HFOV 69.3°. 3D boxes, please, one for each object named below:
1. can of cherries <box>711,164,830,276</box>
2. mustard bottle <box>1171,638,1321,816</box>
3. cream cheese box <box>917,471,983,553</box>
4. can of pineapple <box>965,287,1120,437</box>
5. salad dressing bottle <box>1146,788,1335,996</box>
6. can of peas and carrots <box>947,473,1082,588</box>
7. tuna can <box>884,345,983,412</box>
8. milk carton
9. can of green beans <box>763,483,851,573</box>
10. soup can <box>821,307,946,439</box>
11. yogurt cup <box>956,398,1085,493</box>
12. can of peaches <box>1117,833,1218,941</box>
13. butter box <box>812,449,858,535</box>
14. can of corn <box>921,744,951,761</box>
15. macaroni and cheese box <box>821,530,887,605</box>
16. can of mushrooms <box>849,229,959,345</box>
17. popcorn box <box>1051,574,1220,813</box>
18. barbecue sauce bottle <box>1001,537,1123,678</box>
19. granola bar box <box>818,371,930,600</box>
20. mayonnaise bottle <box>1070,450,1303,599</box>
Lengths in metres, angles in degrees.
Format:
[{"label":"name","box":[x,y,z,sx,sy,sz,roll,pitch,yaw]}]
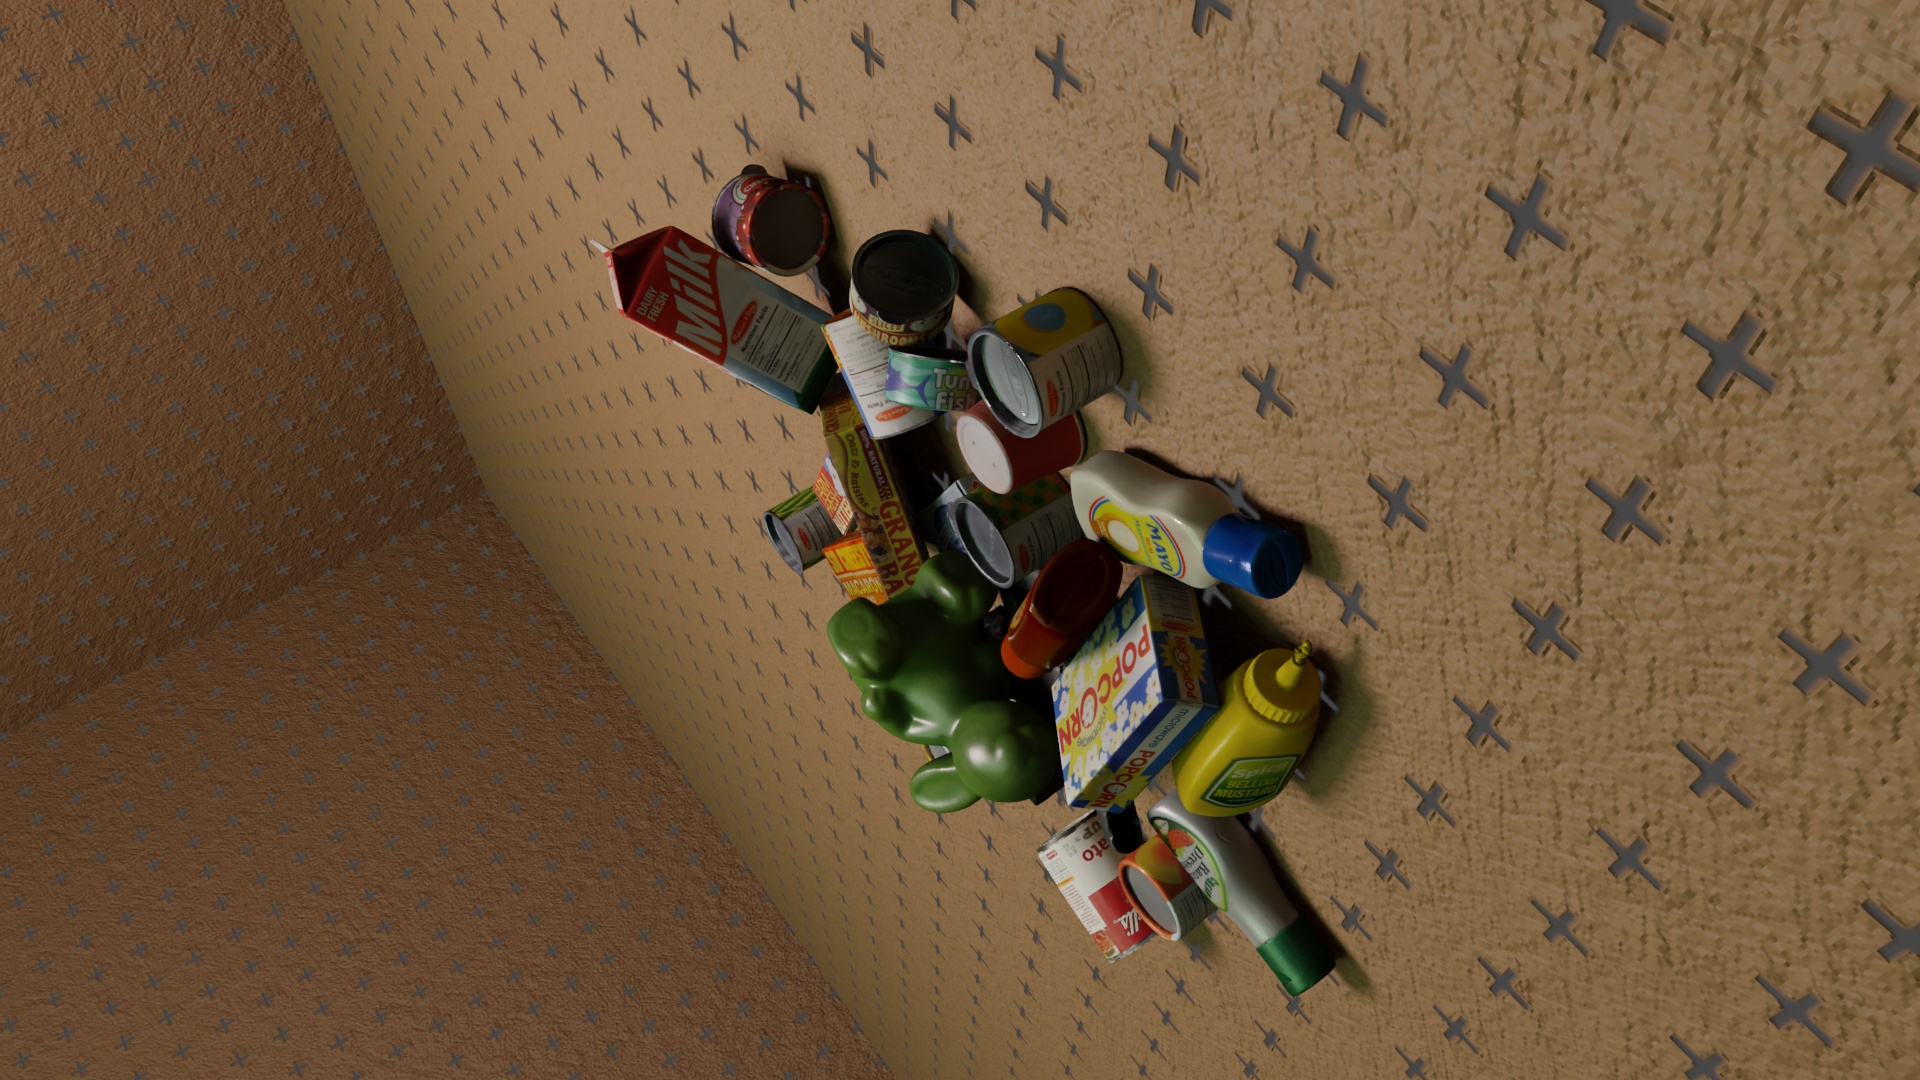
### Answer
[{"label":"can of cherries","box":[-0.134,-0.226,0.982,0.058,0.072,0.071,30,144,50]},{"label":"mustard bottle","box":[0.162,0.101,0.763,0.159,0.065,0.049,102,161,-54]},{"label":"cream cheese box","box":[0.004,-0.013,1.015,0.053,0.024,0.103,59,158,2]},{"label":"can of pineapple","box":[0.045,-0.100,0.767,0.071,0.058,0.070,46,155,30]},{"label":"salad dressing bottle","box":[0.183,0.225,0.906,0.148,0.044,0.064,52,157,16]},{"label":"can of peas and carrots","box":[0.035,-0.013,0.900,0.071,0.059,0.070,47,155,30]},{"label":"tuna can","box":[-0.013,-0.101,0.868,0.071,0.071,0.032,26,113,54]},{"label":"milk carton","box":[-0.179,-0.168,1.002,0.190,0.073,0.072,28,-179,-19]},{"label":"can of green beans","box":[-0.140,-0.012,1.284,0.071,0.058,0.071,46,155,29]},{"label":"soup can","box":[-0.046,-0.120,0.933,0.071,0.071,0.083,9,125,63]},{"label":"yogurt cup","box":[0.034,-0.064,0.842,0.072,0.054,0.072,45,154,30]},{"label":"can of peaches","box":[0.151,0.235,0.972,0.071,0.058,0.071,46,155,29]},{"label":"butter box","box":[-0.097,-0.046,1.192,0.053,0.024,0.103,55,158,8]},{"label":"can of corn","box":[0.005,0.176,1.212,0.071,0.058,0.070,46,155,30]},{"label":"macaroni and cheese box","box":[-0.048,0.066,1.209,0.166,0.040,0.123,61,158,-6]},{"label":"can of mushrooms","box":[-0.036,-0.154,0.856,0.071,0.071,0.033,53,159,16]},{"label":"popcorn box","box":[0.098,0.090,0.801,0.126,0.038,0.085,120,152,-46]},{"label":"barbecue sauce bottle","box":[0.055,0.050,0.840,0.044,0.065,0.148,37,160,5]},{"label":"granola bar box","box":[-0.062,-0.035,1.049,0.125,0.039,0.165,-108,-2,-64]},{"label":"mayonnaise bottle","box":[0.119,-0.006,0.749,0.148,0.041,0.064,25,144,56]}]
